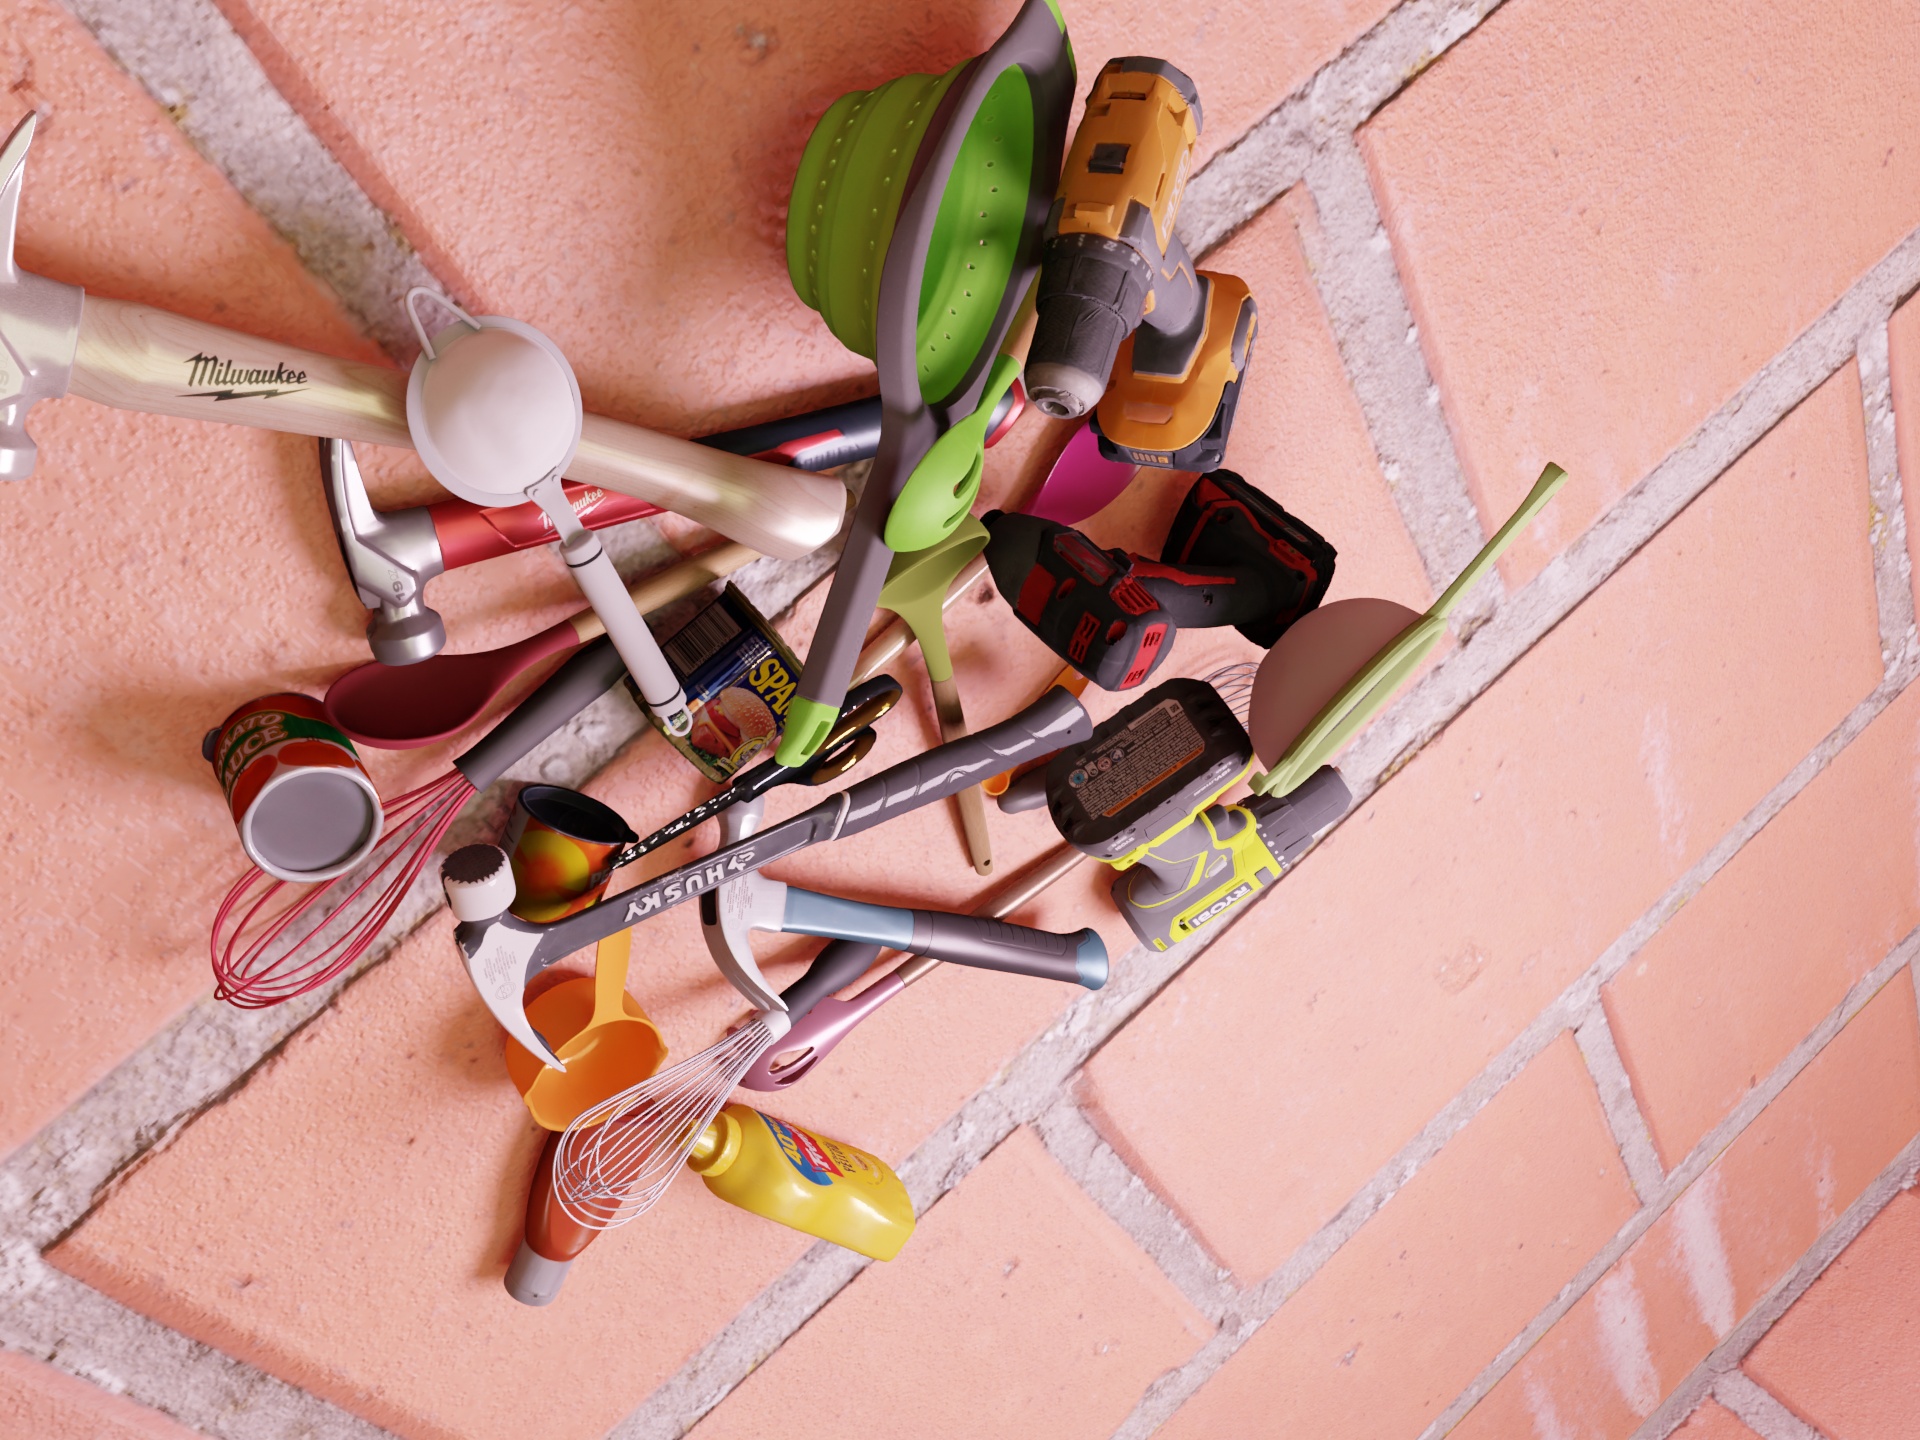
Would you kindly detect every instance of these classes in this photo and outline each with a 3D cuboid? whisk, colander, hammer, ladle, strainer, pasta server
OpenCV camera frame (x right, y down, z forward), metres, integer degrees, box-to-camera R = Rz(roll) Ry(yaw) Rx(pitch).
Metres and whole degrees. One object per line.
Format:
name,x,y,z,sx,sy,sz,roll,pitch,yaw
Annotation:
whisk,-0.141,0.207,0.989,0.284,0.070,0.070,-38,134,-41
colander,-0.052,-0.175,0.807,0.204,0.094,0.397,15,94,-77
hammer,-0.089,0.068,0.922,0.409,0.036,0.149,-23,129,-27
ladle,-0.188,-0.061,0.863,0.315,0.069,0.031,-29,145,-25
whisk,-0.280,0.043,0.852,0.296,0.073,0.073,-43,131,-13
whisk,0.132,0.016,1.120,0.239,0.055,0.055,-23,125,-18
hammer,-0.026,0.138,1.048,0.330,0.033,0.128,16,75,-37
ladle,-0.002,-0.003,0.995,0.078,0.062,0.319,-28,135,-17
strainer,-0.183,-0.089,0.757,0.087,0.050,0.258,-46,132,-28
strainer,0.255,-0.066,0.965,0.256,0.069,0.151,-52,164,19
hammer,-0.137,-0.150,0.852,0.386,0.038,0.143,-20,123,-24
hammer,-0.231,-0.149,0.745,0.410,0.038,0.146,8,106,-36
pasta server,-0.026,0.161,1.109,0.316,0.040,0.060,-33,129,-20

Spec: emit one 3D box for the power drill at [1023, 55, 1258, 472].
power drill,0.096,-0.213,0.864,0.226,0.084,0.185,46,58,-64

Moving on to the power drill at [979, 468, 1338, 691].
power drill,0.117,-0.092,0.981,0.219,0.143,0.078,-14,137,-42

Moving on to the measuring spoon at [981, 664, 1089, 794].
measuring spoon,0.053,0.002,1.082,0.021,0.011,0.117,38,88,-9

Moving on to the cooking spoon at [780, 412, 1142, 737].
cooking spoon,0.008,-0.095,0.993,0.319,0.017,0.068,-43,139,-7

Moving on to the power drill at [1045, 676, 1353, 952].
power drill,0.171,0.063,1.106,0.190,0.080,0.228,-35,145,7

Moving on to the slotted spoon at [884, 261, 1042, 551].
slotted spoon,0.035,-0.208,0.847,0.070,0.031,0.314,97,16,-60

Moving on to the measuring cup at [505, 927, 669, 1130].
measuring cup,-0.222,0.163,0.944,0.095,0.052,0.173,-12,128,-38
